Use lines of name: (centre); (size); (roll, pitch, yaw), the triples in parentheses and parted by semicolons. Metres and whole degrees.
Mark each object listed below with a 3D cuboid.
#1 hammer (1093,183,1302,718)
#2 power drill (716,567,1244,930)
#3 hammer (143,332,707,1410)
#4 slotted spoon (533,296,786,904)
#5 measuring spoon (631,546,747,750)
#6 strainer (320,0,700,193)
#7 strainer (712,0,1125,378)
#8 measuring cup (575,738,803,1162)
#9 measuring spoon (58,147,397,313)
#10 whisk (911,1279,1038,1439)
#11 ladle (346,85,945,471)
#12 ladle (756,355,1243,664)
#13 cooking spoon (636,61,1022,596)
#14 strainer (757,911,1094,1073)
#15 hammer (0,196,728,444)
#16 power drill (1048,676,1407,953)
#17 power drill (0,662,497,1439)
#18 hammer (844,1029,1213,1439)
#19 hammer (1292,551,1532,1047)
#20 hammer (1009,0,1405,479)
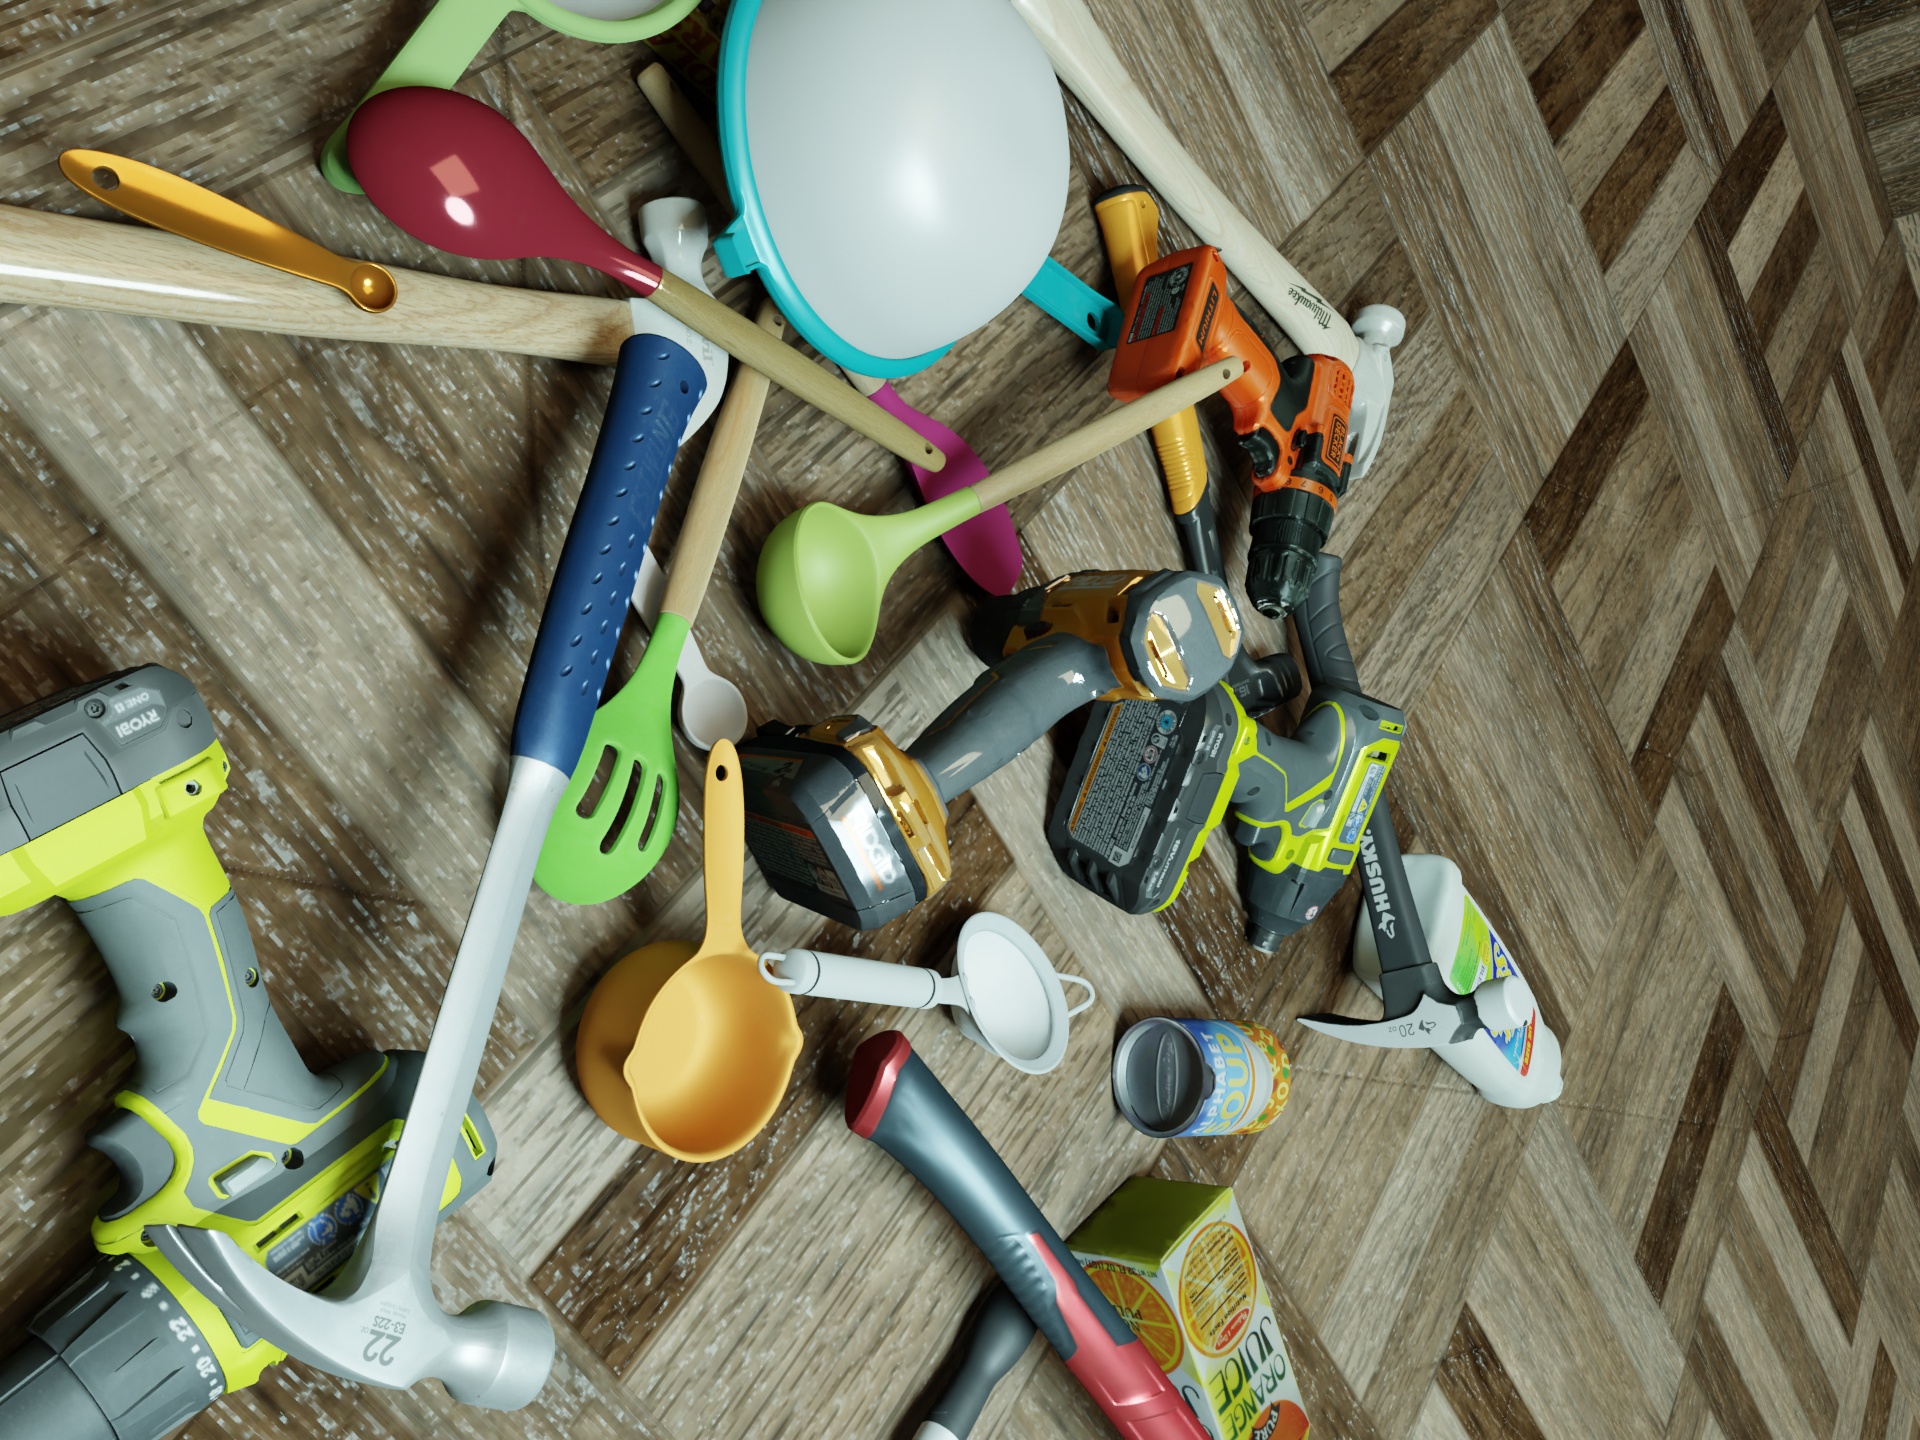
hammer: (0.132, -0.160, 0.979); (0.127, 0.034, 0.337); (-19, 97, -46)
power drill: (-0.001, -0.002, 0.755); (0.226, 0.185, 0.084); (-34, 108, -22)
hammer: (-0.160, 0.025, 0.582); (0.143, 0.035, 0.406); (40, 51, -45)
slotted spoon: (-0.121, -0.067, 0.704); (0.070, 0.031, 0.314); (35, 56, -37)
measuring spoon: (-0.135, -0.042, 0.715); (0.034, 0.018, 0.124); (-34, 100, -40)
strainer: (-0.199, -0.325, 0.669); (0.151, 0.069, 0.256); (42, 73, -45)
strainer: (0.026, -0.260, 0.797); (0.340, 0.095, 0.211); (17, 78, -53)
measuring cup: (-0.117, 0.094, 0.669); (0.095, 0.052, 0.173); (3, 88, -49)
measuring spoon: (-0.260, -0.174, 0.571); (0.116, 0.011, 0.021); (18, 70, -37)
whisk: (-0.028, 0.362, 0.728); (0.285, 0.070, 0.070); (-49, 117, -42)
ladle: (-0.116, -0.178, 0.699); (0.315, 0.031, 0.069); (25, 66, -43)
ladle: (0.034, -0.121, 0.803); (0.320, 0.062, 0.078); (-30, 114, -25)
cooking spoon: (-0.059, -0.189, 0.807); (0.318, 0.017, 0.069); (53, 42, -26)
strainer: (-0.016, 0.127, 0.753); (0.258, 0.050, 0.087); (22, 45, -56)
hammer: (-0.230, -0.162, 0.624); (0.331, 0.031, 0.130); (-5, 87, -44)
power drill: (0.161, 0.053, 0.927); (0.223, 0.080, 0.171); (11, 103, -45)
power drill: (-0.275, 0.115, 0.508); (0.190, 0.080, 0.228); (-37, 112, -42)
hammer: (0.078, 0.294, 0.776); (0.143, 0.038, 0.386); (-39, 105, -16)
hammer: (0.254, 0.045, 1.026); (0.035, 0.146, 0.335); (3, 70, -45)
hammer: (0.163, -0.320, 1.034); (0.410, 0.038, 0.146); (35, 62, -35)
